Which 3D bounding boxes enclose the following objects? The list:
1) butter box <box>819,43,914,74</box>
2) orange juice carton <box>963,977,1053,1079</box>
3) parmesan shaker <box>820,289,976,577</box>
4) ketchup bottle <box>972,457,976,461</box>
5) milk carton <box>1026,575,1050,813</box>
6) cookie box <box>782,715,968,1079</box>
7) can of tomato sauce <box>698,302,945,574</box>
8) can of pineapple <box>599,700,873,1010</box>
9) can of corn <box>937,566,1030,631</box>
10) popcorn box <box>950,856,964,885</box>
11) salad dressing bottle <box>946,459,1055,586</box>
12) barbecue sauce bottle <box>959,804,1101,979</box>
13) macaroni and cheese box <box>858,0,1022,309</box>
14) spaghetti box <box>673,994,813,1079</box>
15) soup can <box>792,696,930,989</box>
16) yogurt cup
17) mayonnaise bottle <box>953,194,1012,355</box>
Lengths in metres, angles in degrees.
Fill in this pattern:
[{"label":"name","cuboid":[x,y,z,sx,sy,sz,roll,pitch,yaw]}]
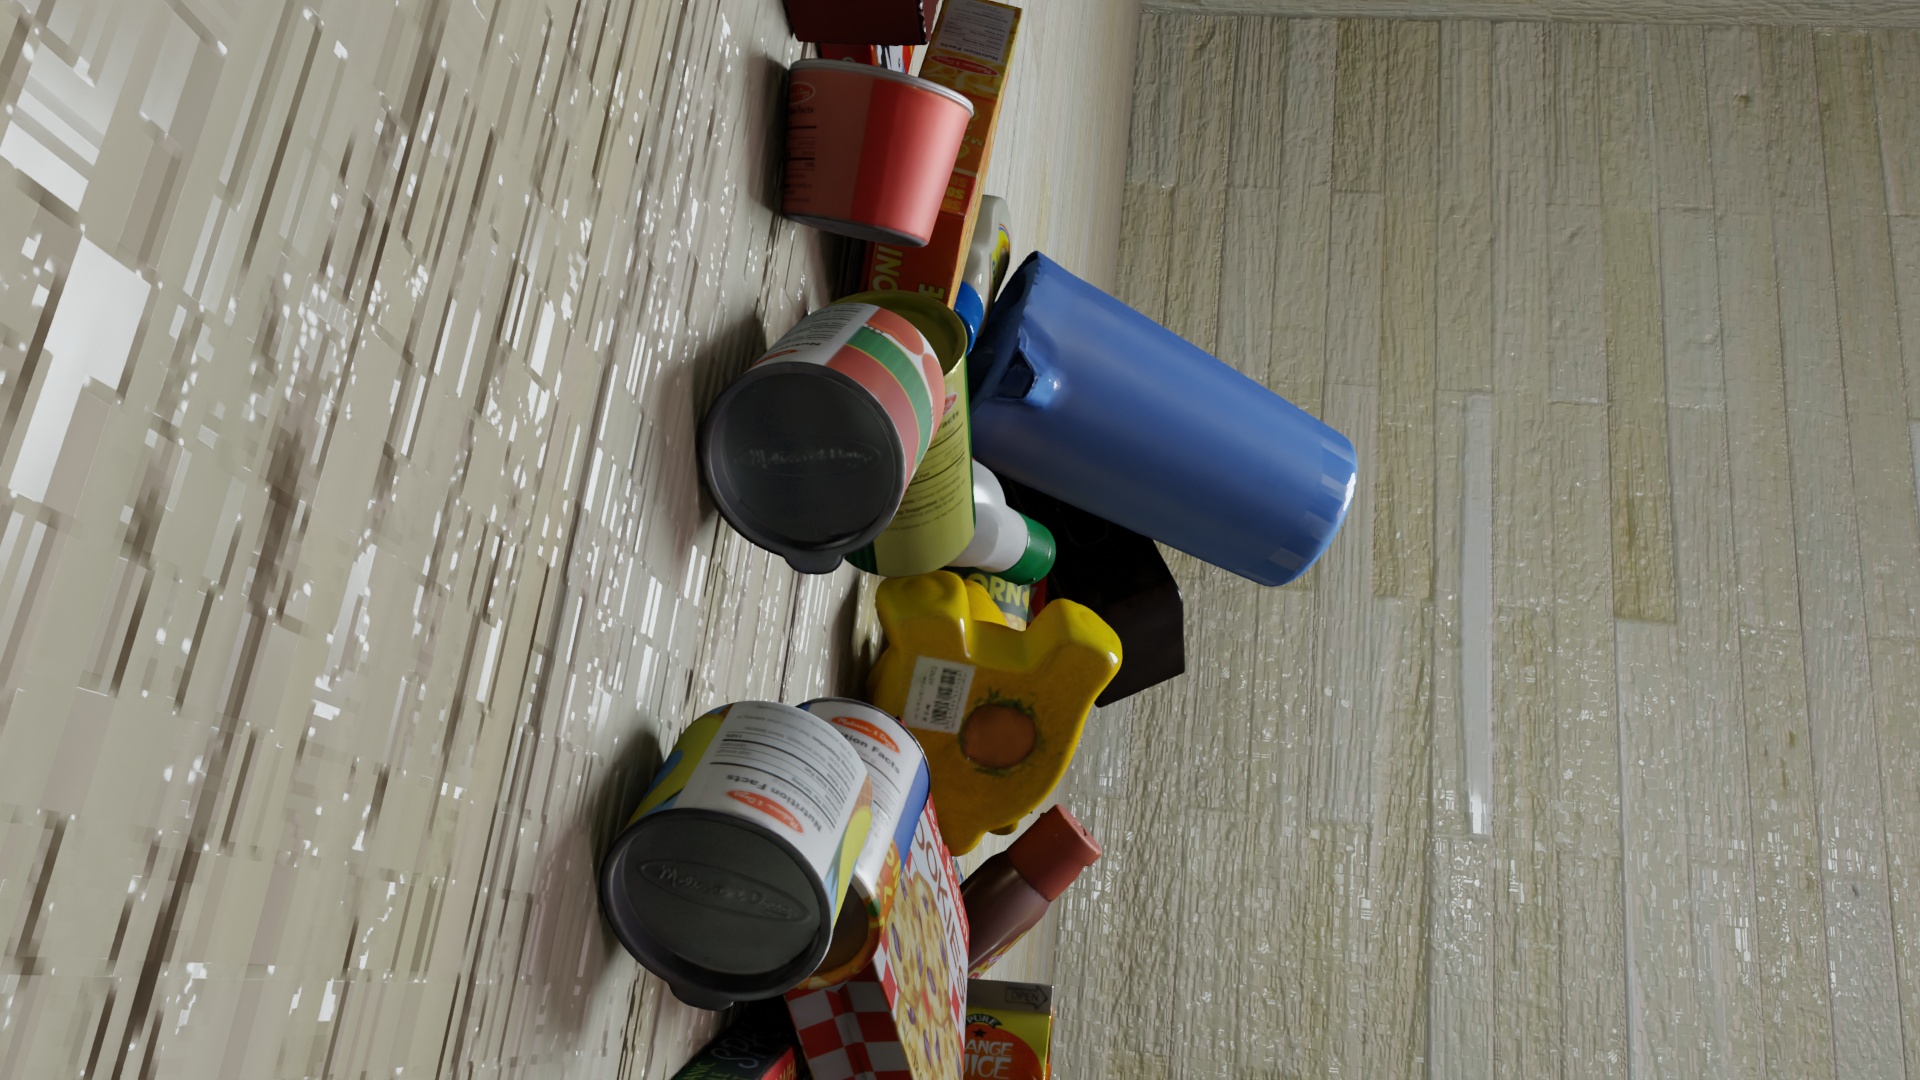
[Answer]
[{"label":"butter box","cuboid":[-0.034,-0.222,0.581,0.053,0.024,0.104,82,15,-58]},{"label":"orange juice carton","cuboid":[0.003,0.311,0.669,0.073,0.072,0.193,67,28,-76]},{"label":"parmesan shaker","cuboid":[-0.031,-0.041,0.570,0.102,0.071,0.072,87,11,-47]},{"label":"ketchup bottle","cuboid":[-0.004,-0.019,0.823,0.149,0.043,0.064,12,85,-82]},{"label":"milk carton","cuboid":[0.020,0.081,0.933,0.072,0.073,0.191,72,23,-71]},{"label":"cookie box","cuboid":[-0.030,0.170,0.582,0.168,0.040,0.122,-86,162,-68]},{"label":"can of tomato sauce","cuboid":[-0.043,-0.038,0.470,0.083,0.071,0.071,-68,161,-66]},{"label":"can of pineapple","cuboid":[-0.064,0.090,0.404,0.058,0.071,0.070,-69,161,-64]},{"label":"can of corn","cuboid":[0.009,0.046,0.861,0.071,0.071,0.058,67,28,-72]},{"label":"popcorn box","cuboid":[-0.021,0.247,0.858,0.126,0.038,0.085,79,17,-60]},{"label":"salad dressing bottle","cuboid":[0.002,-0.009,0.700,0.147,0.064,0.044,27,48,-59]},{"label":"barbecue sauce bottle","cuboid":[0.010,0.203,0.739,0.148,0.044,0.065,-44,167,1]},{"label":"macaroni and cheese box","cuboid":[-0.012,-0.153,0.639,0.123,0.040,0.167,104,-1,-49]},{"label":"spaghetti box","cuboid":[-0.069,0.206,0.545,0.250,0.029,0.050,24,70,-81]},{"label":"soup can","cuboid":[-0.052,0.108,0.493,0.084,0.071,0.071,-68,160,-63]},{"label":"yogurt cup","cuboid":[-0.033,-0.139,0.504,0.072,0.072,0.054,-28,130,-80]},{"label":"mayonnaise bottle","cuboid":[0.001,-0.148,0.799,0.149,0.041,0.064,-74,168,-56]}]
